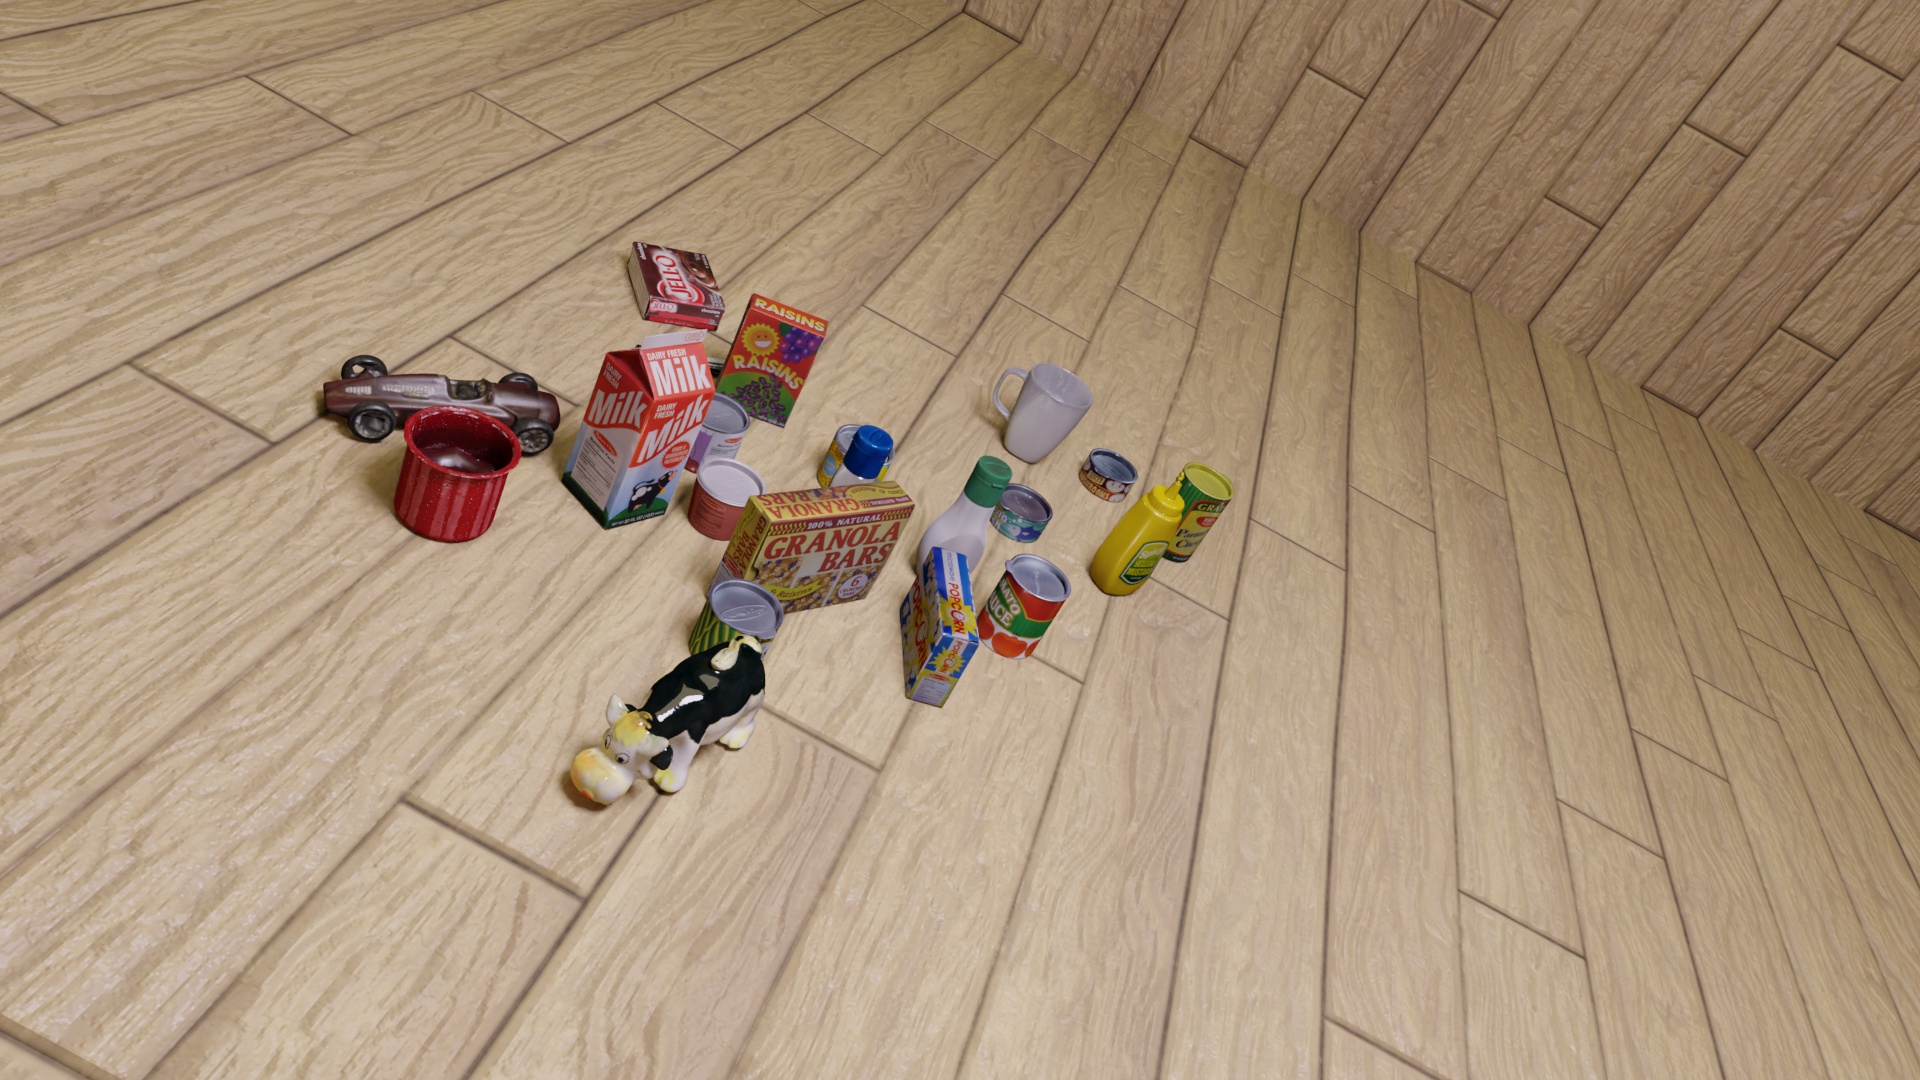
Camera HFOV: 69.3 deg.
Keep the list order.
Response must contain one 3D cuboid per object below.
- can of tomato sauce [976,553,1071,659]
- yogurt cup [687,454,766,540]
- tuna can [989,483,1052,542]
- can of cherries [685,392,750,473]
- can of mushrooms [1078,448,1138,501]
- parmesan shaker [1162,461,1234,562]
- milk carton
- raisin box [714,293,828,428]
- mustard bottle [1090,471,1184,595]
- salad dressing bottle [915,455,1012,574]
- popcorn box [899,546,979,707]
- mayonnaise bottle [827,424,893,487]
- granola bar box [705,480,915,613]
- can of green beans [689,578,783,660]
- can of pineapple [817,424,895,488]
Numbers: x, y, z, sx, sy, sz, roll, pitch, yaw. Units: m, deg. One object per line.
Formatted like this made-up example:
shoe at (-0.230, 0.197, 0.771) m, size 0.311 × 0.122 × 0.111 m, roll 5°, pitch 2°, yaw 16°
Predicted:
can of tomato sauce at (0.059, 0.065, 1.359) m, size 0.071 × 0.082 × 0.071 m, roll 20°, pitch 34°, yaw -14°
yogurt cup at (-0.223, -0.037, 1.311) m, size 0.072 × 0.053 × 0.073 m, roll 20°, pitch 34°, yaw -14°
tuna can at (0.064, -0.030, 1.538) m, size 0.071 × 0.032 × 0.071 m, roll 20°, pitch 34°, yaw -14°
can of cherries at (-0.251, -0.107, 1.381) m, size 0.071 × 0.058 × 0.072 m, roll 20°, pitch 34°, yaw -14°
can of mushrooms at (0.178, -0.079, 1.690) m, size 0.071 × 0.033 × 0.071 m, roll 20°, pitch 34°, yaw -14°
parmesan shaker at (0.268, -0.032, 1.631) m, size 0.071 × 0.102 × 0.072 m, roll 20°, pitch 34°, yaw -14°
milk carton at (-0.282, -0.108, 1.237) m, size 0.073 × 0.189 × 0.072 m, roll 44°, pitch 35°, yaw 21°
raisin box at (-0.202, -0.190, 1.470) m, size 0.086 × 0.122 × 0.040 m, roll 20°, pitch 34°, yaw -14°
mustard bottle at (0.200, -0.010, 1.497) m, size 0.065 × 0.159 × 0.049 m, roll -1°, pitch 43°, yaw -38°
salad dressing bottle at (0.005, -0.017, 1.371) m, size 0.064 × 0.147 × 0.044 m, roll 10°, pitch 37°, yaw -27°
popcorn box at (-0.021, 0.078, 1.280) m, size 0.038 × 0.084 × 0.127 m, roll 17°, pitch 35°, yaw -19°
mayonnaise bottle at (-0.108, -0.042, 1.318) m, size 0.041 × 0.147 × 0.065 m, roll 30°, pitch 33°, yaw 1°
granola bar box at (-0.133, 0.009, 1.252) m, size 0.166 × 0.123 × 0.039 m, roll -9°, pitch 48°, yaw -44°
can of green beans at (-0.191, 0.076, 1.179) m, size 0.071 × 0.057 × 0.071 m, roll 20°, pitch 34°, yaw -14°
can of pineapple at (-0.111, -0.079, 1.449) m, size 0.071 × 0.057 × 0.071 m, roll 20°, pitch 34°, yaw -14°
